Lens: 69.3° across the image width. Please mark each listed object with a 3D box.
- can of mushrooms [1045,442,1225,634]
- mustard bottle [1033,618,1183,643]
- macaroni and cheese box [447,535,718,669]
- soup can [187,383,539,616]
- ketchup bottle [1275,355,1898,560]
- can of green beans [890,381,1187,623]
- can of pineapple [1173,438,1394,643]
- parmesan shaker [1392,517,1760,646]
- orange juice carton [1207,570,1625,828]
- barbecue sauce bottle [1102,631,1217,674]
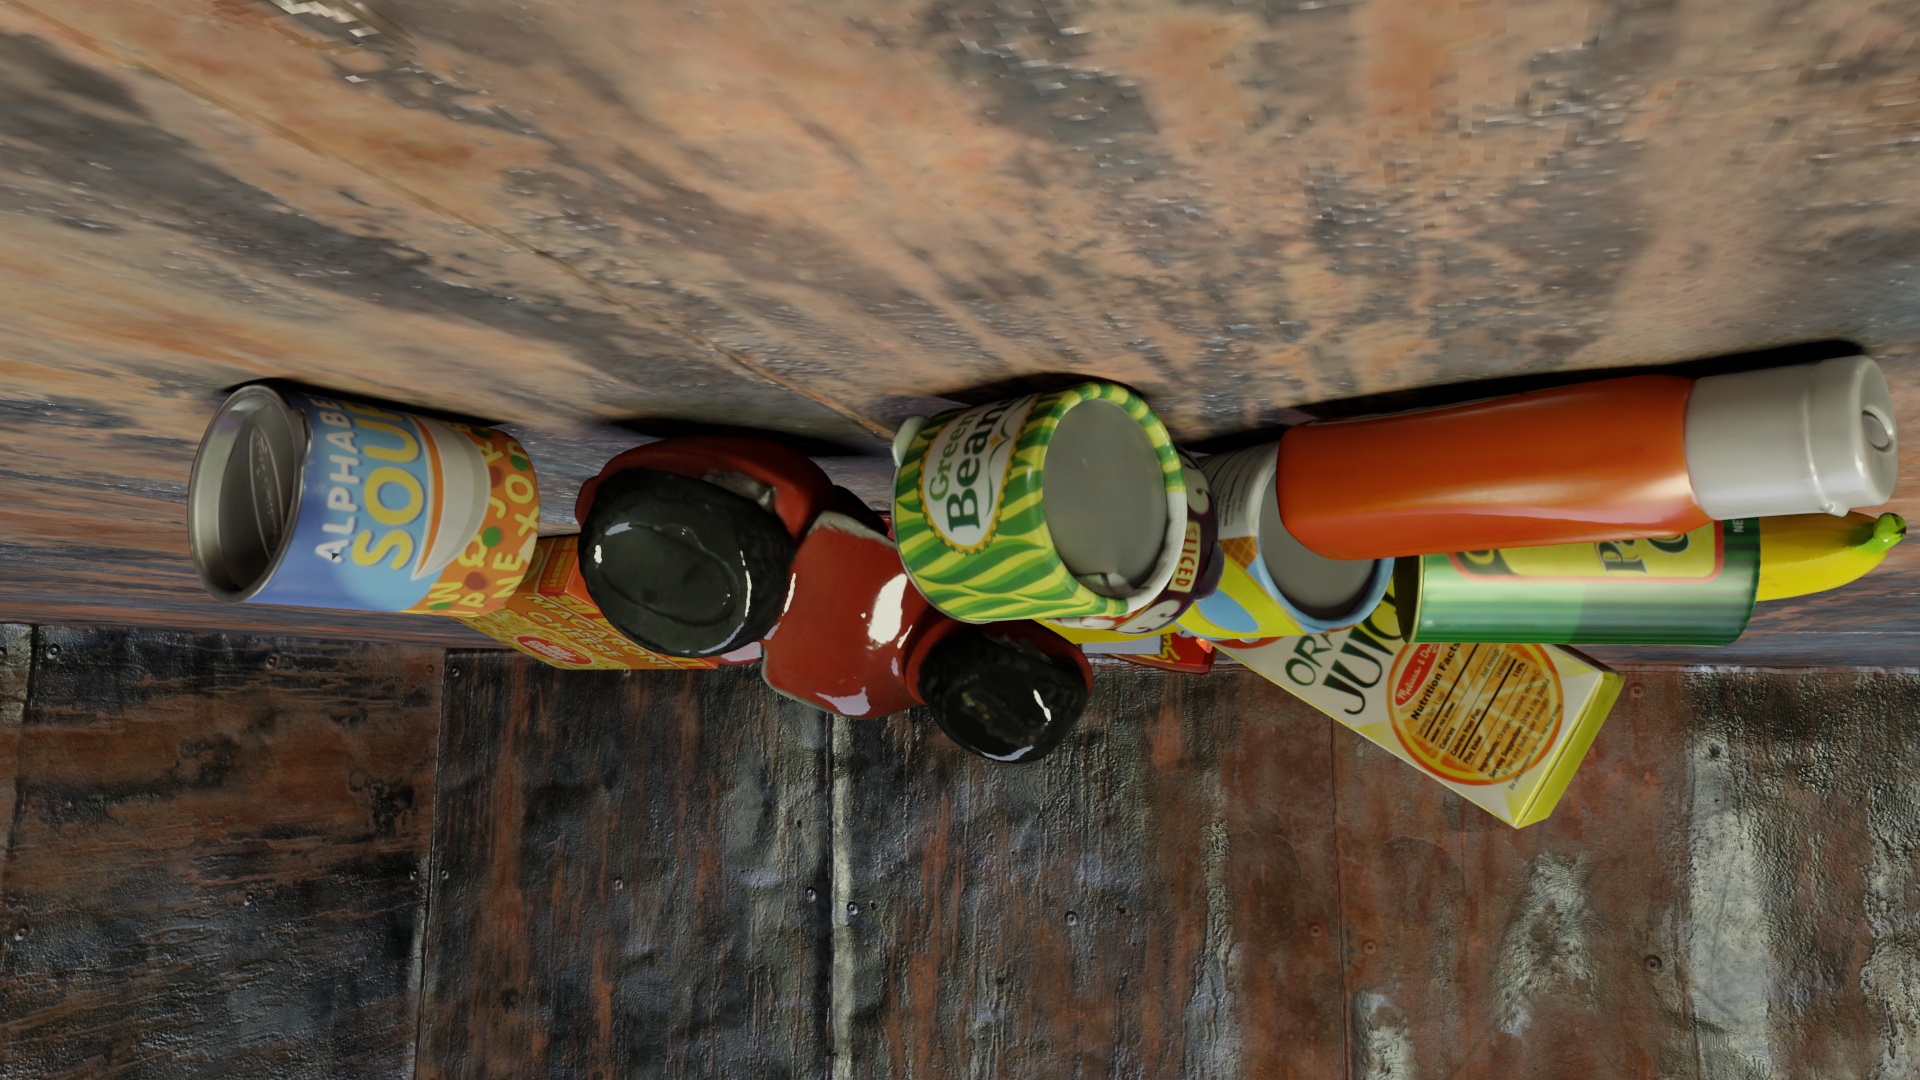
[{"bbox_3d":[0.050,-0.003,0.450,0.033,0.071,0.071,10,169,-41],"label":"can of mushrooms"},{"bbox_3d":[0.092,0.022,0.702,0.160,0.049,0.065,5,144,-46],"label":"mustard bottle"},{"bbox_3d":[-0.245,0.042,0.878,0.166,0.040,0.123,-5,152,39],"label":"macaroni and cheese box"},{"bbox_3d":[-0.186,-0.011,0.442,0.071,0.071,0.084,-4,172,37],"label":"soup can"},{"bbox_3d":[0.165,-0.020,0.379,0.065,0.043,0.148,7,171,-44],"label":"ketchup bottle"},{"bbox_3d":[0.023,-0.010,0.402,0.071,0.071,0.057,8,170,-42],"label":"can of green beans"},{"bbox_3d":[0.105,0.001,0.471,0.071,0.071,0.057,5,172,-30],"label":"can of pineapple"},{"bbox_3d":[0.203,0.000,0.470,0.103,0.071,0.071,-1,173,10],"label":"parmesan shaker"},{"bbox_3d":[0.182,0.043,0.616,0.193,0.073,0.072,32,-170,31],"label":"orange juice carton"},{"bbox_3d":[0.089,0.042,0.877,0.148,0.064,0.044,10,-175,4],"label":"barbecue sauce bottle"}]
